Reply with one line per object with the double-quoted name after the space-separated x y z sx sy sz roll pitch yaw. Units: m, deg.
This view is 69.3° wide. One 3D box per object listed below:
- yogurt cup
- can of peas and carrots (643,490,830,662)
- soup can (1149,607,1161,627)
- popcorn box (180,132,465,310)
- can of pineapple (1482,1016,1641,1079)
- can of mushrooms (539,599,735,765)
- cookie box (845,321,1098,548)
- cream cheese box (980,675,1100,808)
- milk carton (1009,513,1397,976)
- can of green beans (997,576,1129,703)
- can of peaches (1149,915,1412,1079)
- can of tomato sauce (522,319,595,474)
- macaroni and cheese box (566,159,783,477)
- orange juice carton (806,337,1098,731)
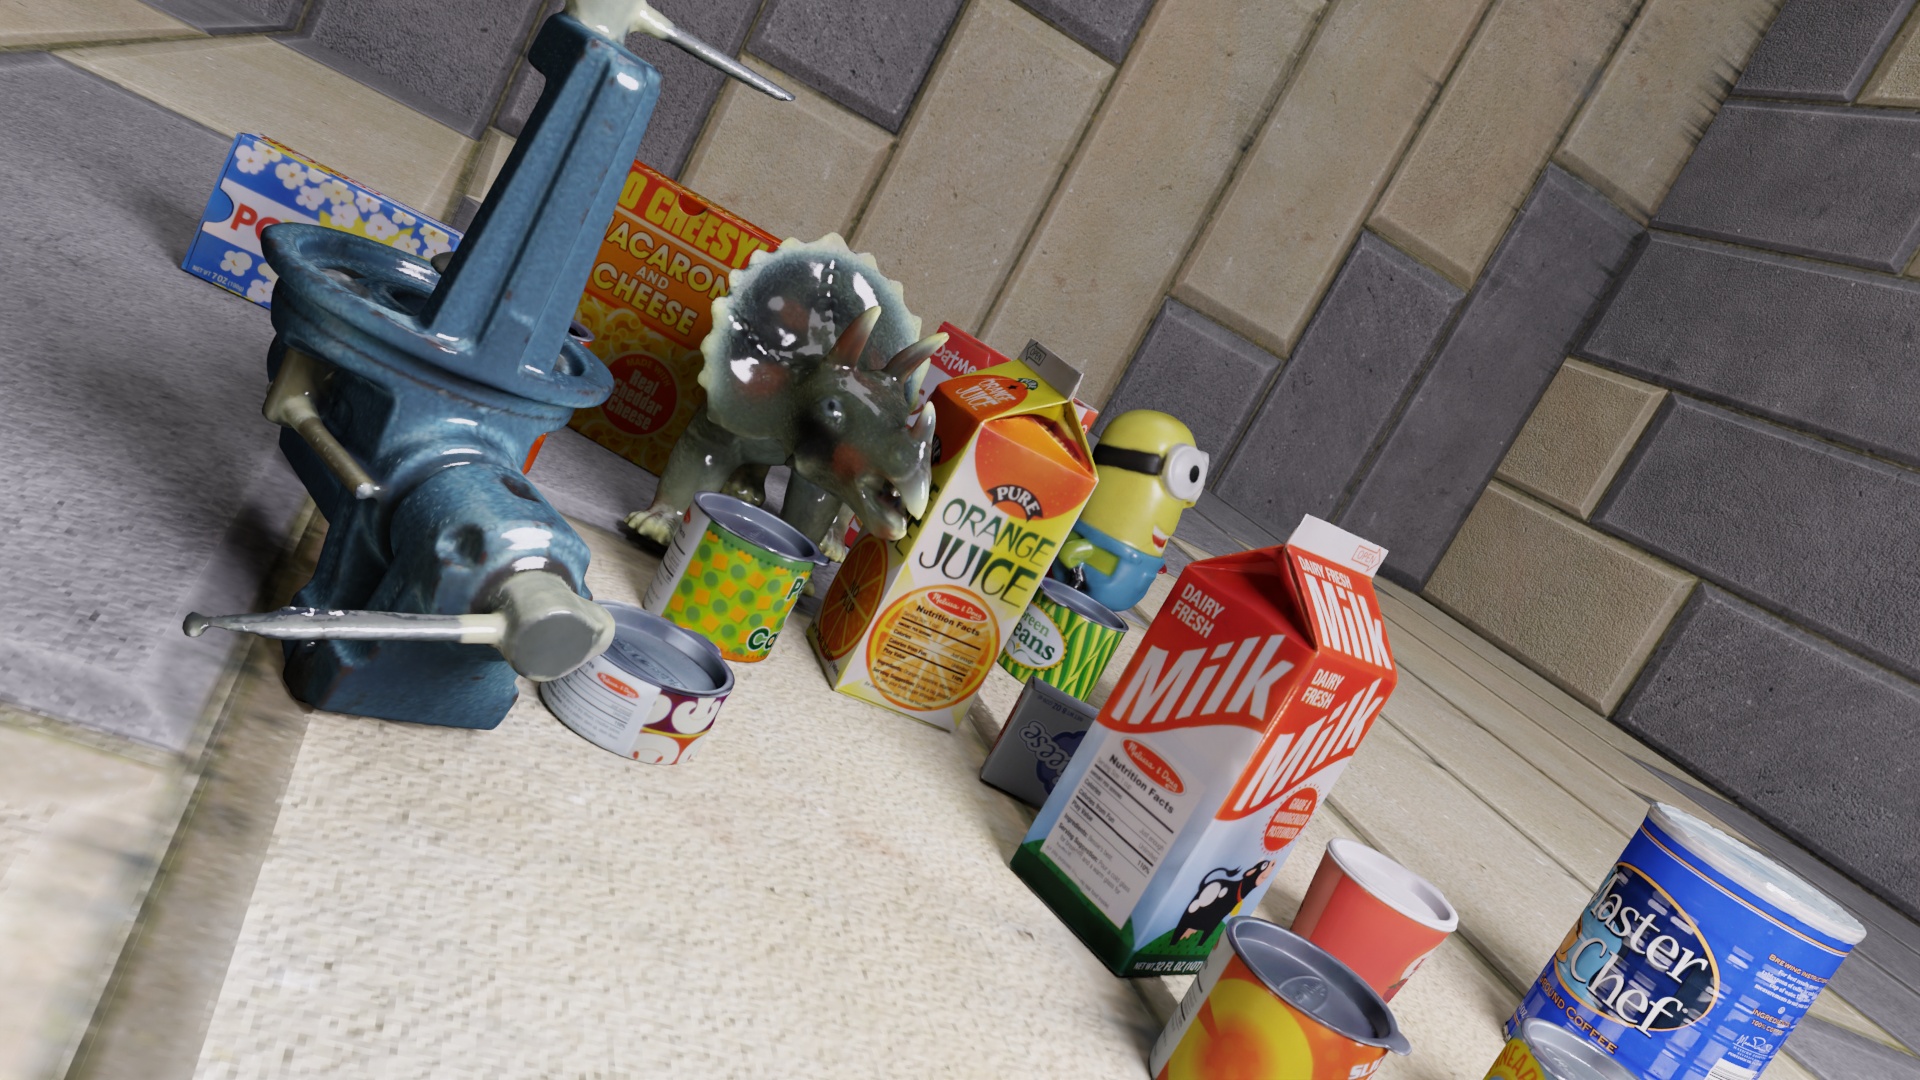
0.193 0.183 0.662 0.072 0.054 0.072 28 10 -5 "yogurt cup"
-0.106 0.018 0.659 0.071 0.058 0.071 28 10 -5 "can of peas and carrots"
0.130 0.092 0.850 0.071 0.083 0.071 28 10 -5 "soup can"
-0.362 -0.166 0.797 0.127 0.085 0.038 25 11 -17 "popcorn box"
0.230 0.228 0.535 0.071 0.057 0.071 28 10 -5 "can of pineapple"
-0.121 0.053 0.525 0.071 0.033 0.071 28 11 -5 "can of mushrooms"
0.000 -0.045 0.929 0.123 0.167 0.040 35 12 33 "cookie box"
0.067 0.113 0.670 0.104 0.053 0.024 28 10 -6 "cream cheese box"
0.108 0.078 0.567 0.072 0.190 0.073 18 15 -46 "milk carton"
0.064 0.064 0.880 0.071 0.057 0.071 28 10 -5 "can of green beans"
0.108 0.174 0.476 0.071 0.058 0.071 28 10 -5 "can of peaches"
-0.243 -0.085 0.731 0.071 0.083 0.071 28 10 -5 "can of tomato sauce"
-0.199 -0.141 0.878 0.124 0.166 0.040 29 10 2 "macaroni and cheese box"
0.002 -0.009 0.699 0.073 0.192 0.072 24 11 -25 "orange juice carton"
